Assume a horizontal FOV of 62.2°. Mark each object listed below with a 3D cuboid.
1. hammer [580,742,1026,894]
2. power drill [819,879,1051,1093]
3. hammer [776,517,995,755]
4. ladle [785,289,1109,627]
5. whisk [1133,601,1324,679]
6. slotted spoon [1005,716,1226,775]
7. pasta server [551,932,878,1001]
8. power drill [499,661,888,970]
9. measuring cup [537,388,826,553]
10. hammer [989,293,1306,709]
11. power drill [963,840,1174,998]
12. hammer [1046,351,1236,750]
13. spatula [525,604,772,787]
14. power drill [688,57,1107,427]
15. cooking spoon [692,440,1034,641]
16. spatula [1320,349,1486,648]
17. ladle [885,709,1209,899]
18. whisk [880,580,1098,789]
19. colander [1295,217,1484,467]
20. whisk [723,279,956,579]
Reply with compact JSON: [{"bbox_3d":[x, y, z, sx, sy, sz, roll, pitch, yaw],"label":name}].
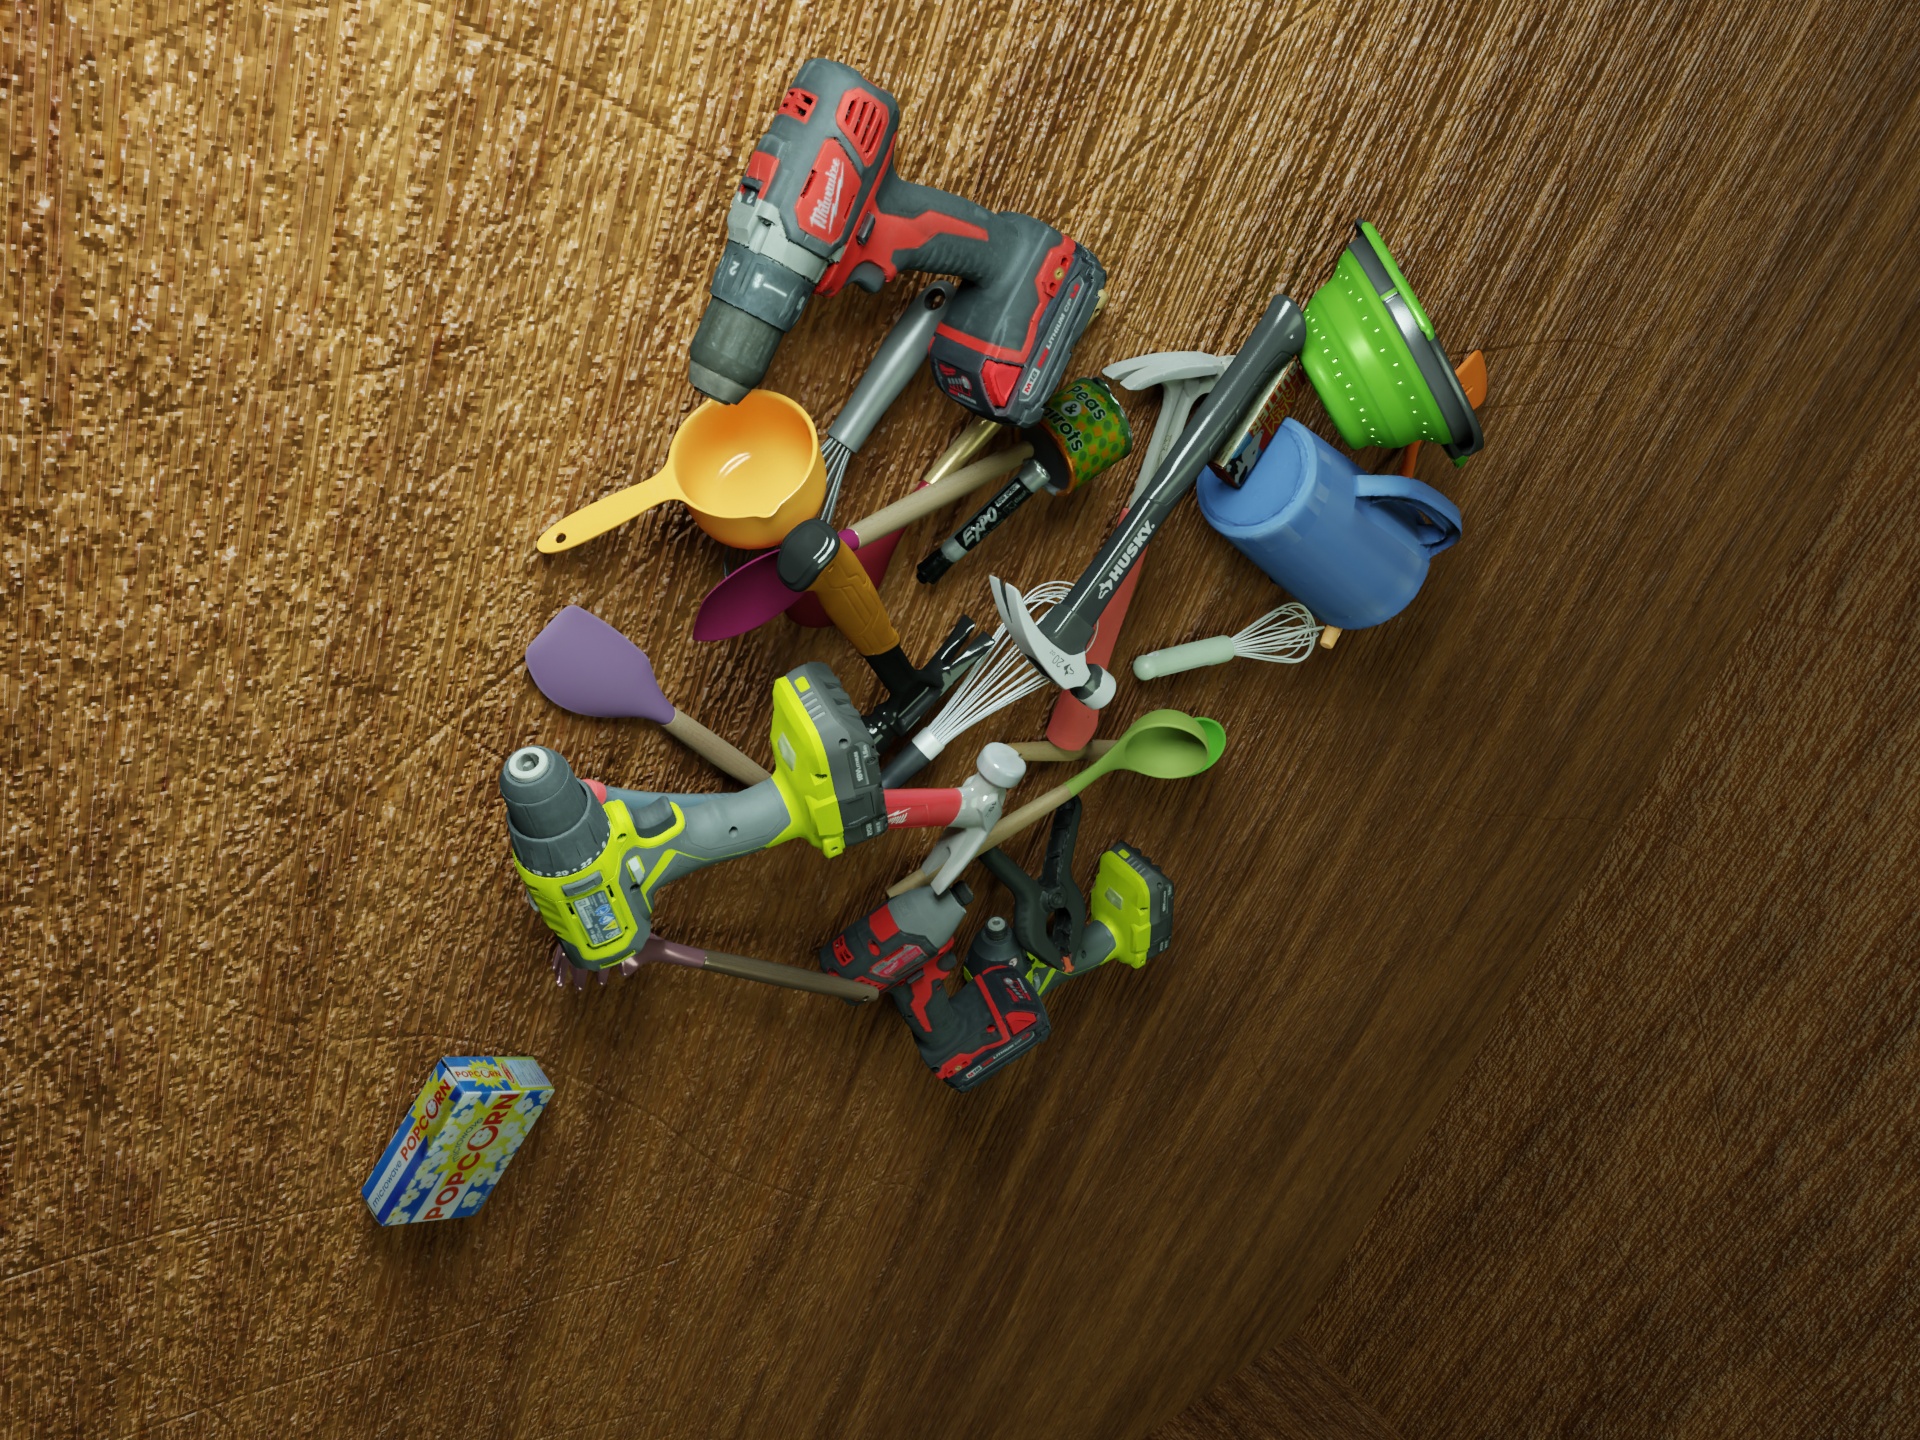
[{"bbox_3d":[-0.127,0.078,1.162,0.386,0.038,0.143,1,132,-41],"label":"hammer"},{"bbox_3d":[-0.014,0.228,1.405,0.143,0.079,0.219,-35,133,4],"label":"power drill"},{"bbox_3d":[-0.054,-0.065,1.063,0.127,0.034,0.336,-45,163,-4],"label":"hammer"},{"bbox_3d":[-0.004,-0.180,1.097,0.315,0.031,0.069,-49,149,-4],"label":"ladle"},{"bbox_3d":[0.254,-0.068,1.494,0.246,0.058,0.059,-14,99,-36],"label":"whisk"},{"bbox_3d":[0.144,0.025,1.476,0.313,0.031,0.070,0,123,-47],"label":"slotted spoon"},{"bbox_3d":[-0.176,0.192,1.214,0.316,0.040,0.060,21,121,-44],"label":"pasta server"},{"bbox_3d":[-0.169,0.052,0.998,0.228,0.080,0.190,-23,143,-14],"label":"power drill"},{"bbox_3d":[-0.160,-0.127,0.934,0.173,0.095,0.052,-25,155,-1],"label":"measuring cup"},{"bbox_3d":[0.151,-0.176,1.190,0.146,0.035,0.335,36,88,-42],"label":"hammer"},{"bbox_3d":[0.104,0.219,1.580,0.223,0.080,0.171,-27,137,-25],"label":"power drill"},{"bbox_3d":[0.127,-0.127,1.292,0.149,0.037,0.358,-15,134,-41],"label":"hammer"},{"bbox_3d":[-0.187,0.008,1.079,0.060,0.018,0.315,-48,146,0],"label":"spatula"},{"bbox_3d":[-0.040,-0.242,0.913,0.226,0.080,0.188,18,102,-43],"label":"power drill"},{"bbox_3d":[-0.053,-0.125,1.020,0.319,0.017,0.068,-33,159,-41],"label":"cooking spoon"},{"bbox_3d":[0.418,-0.205,1.504,0.323,0.041,0.081,-62,150,-14],"label":"spatula"},{"bbox_3d":[0.079,0.083,1.403,0.320,0.062,0.078,-30,141,-13],"label":"ladle"},{"bbox_3d":[-0.002,-0.004,1.250,0.284,0.070,0.070,-44,147,0],"label":"whisk"},{"bbox_3d":[0.357,-0.268,1.329,0.094,0.205,0.396,-29,160,17],"label":"colander"},{"bbox_3d":[-0.072,-0.175,1.004,0.239,0.055,0.055,-56,147,4],"label":"whisk"}]
